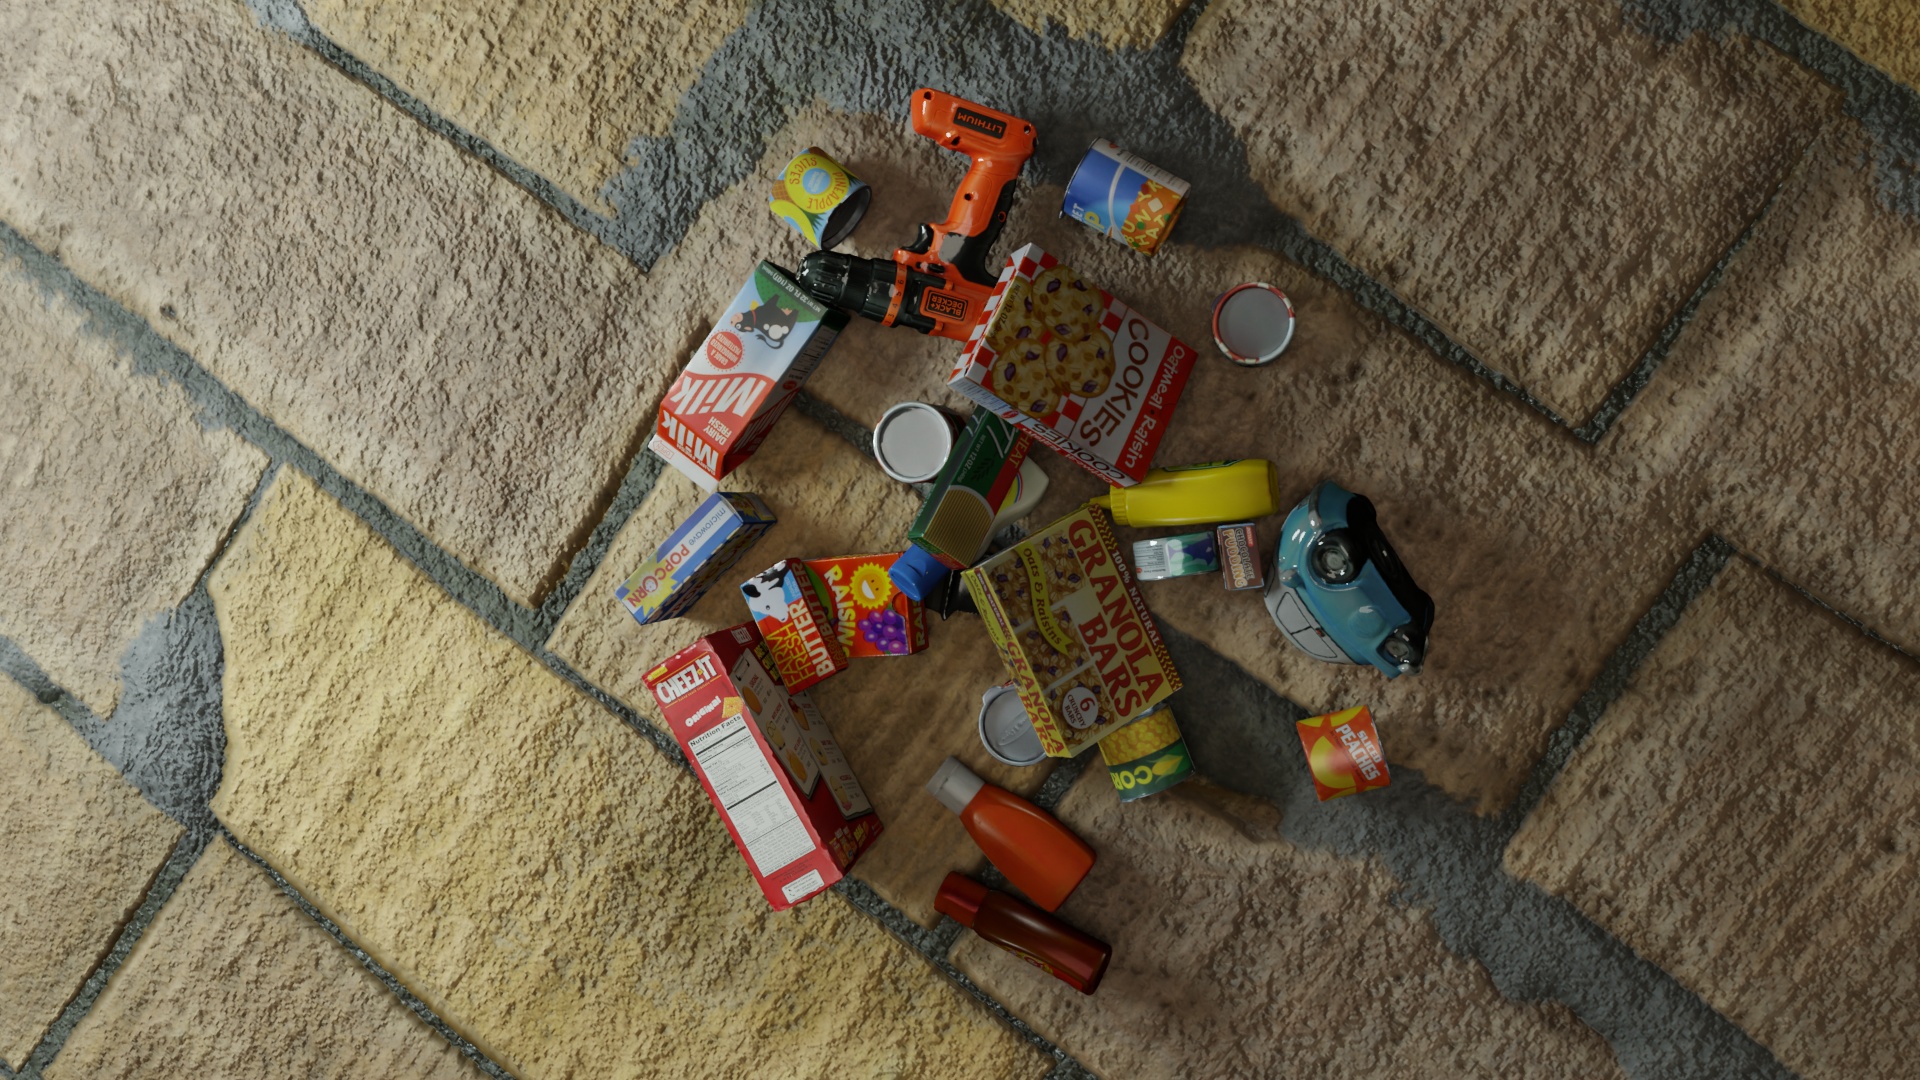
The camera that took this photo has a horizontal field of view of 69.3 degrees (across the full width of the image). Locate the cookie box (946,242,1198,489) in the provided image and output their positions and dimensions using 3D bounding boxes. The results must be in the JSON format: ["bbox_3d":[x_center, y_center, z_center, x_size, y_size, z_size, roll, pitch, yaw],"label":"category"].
[{"bbox_3d":[0.091,-0.134,1.081,0.167,0.040,0.123,30,74,-18],"label":"cookie box"}]

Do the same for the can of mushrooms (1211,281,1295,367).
[{"bbox_3d":[0.233,-0.174,1.113,0.071,0.033,0.071,1,93,10],"label":"can of mushrooms"}]

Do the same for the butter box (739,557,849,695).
[{"bbox_3d":[-0.137,0.071,1.145,0.053,0.024,0.103,-29,82,23],"label":"butter box"}]

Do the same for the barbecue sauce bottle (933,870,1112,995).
[{"bbox_3d":[0.051,0.322,1.149,0.149,0.064,0.044,24,75,17],"label":"barbecue sauce bottle"}]

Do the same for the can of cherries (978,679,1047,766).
[{"bbox_3d":[0.051,0.145,1.143,0.071,0.058,0.071,1,93,11],"label":"can of cherries"}]

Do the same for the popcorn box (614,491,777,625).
[{"bbox_3d":[-0.221,0.013,1.171,0.126,0.085,0.038,-44,84,9],"label":"popcorn box"}]

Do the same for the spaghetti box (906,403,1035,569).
[{"bbox_3d":[0.037,-0.096,1.099,0.050,0.028,0.251,35,73,-26],"label":"spaghetti box"}]

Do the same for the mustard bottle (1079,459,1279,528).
[{"bbox_3d":[0.172,-0.036,1.114,0.160,0.065,0.048,-5,94,17],"label":"mustard bottle"}]

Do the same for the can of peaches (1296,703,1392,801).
[{"bbox_3d":[0.302,0.167,1.094,0.058,0.071,0.071,-16,89,11],"label":"can of peaches"}]

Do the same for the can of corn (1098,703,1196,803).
[{"bbox_3d":[0.147,0.171,1.121,0.071,0.071,0.058,-22,87,10],"label":"can of corn"}]

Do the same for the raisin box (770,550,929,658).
[{"bbox_3d":[-0.093,0.054,1.161,0.123,0.040,0.086,-5,91,23],"label":"raisin box"}]

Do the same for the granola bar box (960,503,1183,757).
[{"bbox_3d":[0.090,0.071,1.103,0.125,0.039,0.165,-28,95,-28],"label":"granola bar box"}]

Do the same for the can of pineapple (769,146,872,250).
[{"bbox_3d":[-0.116,-0.284,1.151,0.058,0.071,0.071,39,98,6],"label":"can of pineapple"}]

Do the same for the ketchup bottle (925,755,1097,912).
[{"bbox_3d":[0.038,0.239,1.155,0.149,0.043,0.064,39,97,7],"label":"ketchup bottle"}]

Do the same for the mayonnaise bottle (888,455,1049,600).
[{"bbox_3d":[0.004,-0.014,1.123,0.065,0.041,0.148,41,69,8],"label":"mayonnaise bottle"}]

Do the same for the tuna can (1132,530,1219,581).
[{"bbox_3d":[0.175,0.012,1.114,0.071,0.071,0.033,-8,90,10],"label":"tuna can"}]

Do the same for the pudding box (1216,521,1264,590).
[{"bbox_3d":[0.220,0.011,1.095,0.030,0.084,0.049,-8,91,10],"label":"pudding box"}]

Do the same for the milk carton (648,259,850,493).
[{"bbox_3d":[-0.182,-0.135,1.166,0.072,0.073,0.190,37,98,6],"label":"milk carton"}]

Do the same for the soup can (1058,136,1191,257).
[{"bbox_3d":[0.131,-0.271,1.111,0.084,0.071,0.071,30,97,7],"label":"soup can"}]

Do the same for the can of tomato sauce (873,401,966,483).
[{"bbox_3d":[-0.030,-0.078,1.136,0.071,0.083,0.071,0,93,10],"label":"can of tomato sauce"}]
